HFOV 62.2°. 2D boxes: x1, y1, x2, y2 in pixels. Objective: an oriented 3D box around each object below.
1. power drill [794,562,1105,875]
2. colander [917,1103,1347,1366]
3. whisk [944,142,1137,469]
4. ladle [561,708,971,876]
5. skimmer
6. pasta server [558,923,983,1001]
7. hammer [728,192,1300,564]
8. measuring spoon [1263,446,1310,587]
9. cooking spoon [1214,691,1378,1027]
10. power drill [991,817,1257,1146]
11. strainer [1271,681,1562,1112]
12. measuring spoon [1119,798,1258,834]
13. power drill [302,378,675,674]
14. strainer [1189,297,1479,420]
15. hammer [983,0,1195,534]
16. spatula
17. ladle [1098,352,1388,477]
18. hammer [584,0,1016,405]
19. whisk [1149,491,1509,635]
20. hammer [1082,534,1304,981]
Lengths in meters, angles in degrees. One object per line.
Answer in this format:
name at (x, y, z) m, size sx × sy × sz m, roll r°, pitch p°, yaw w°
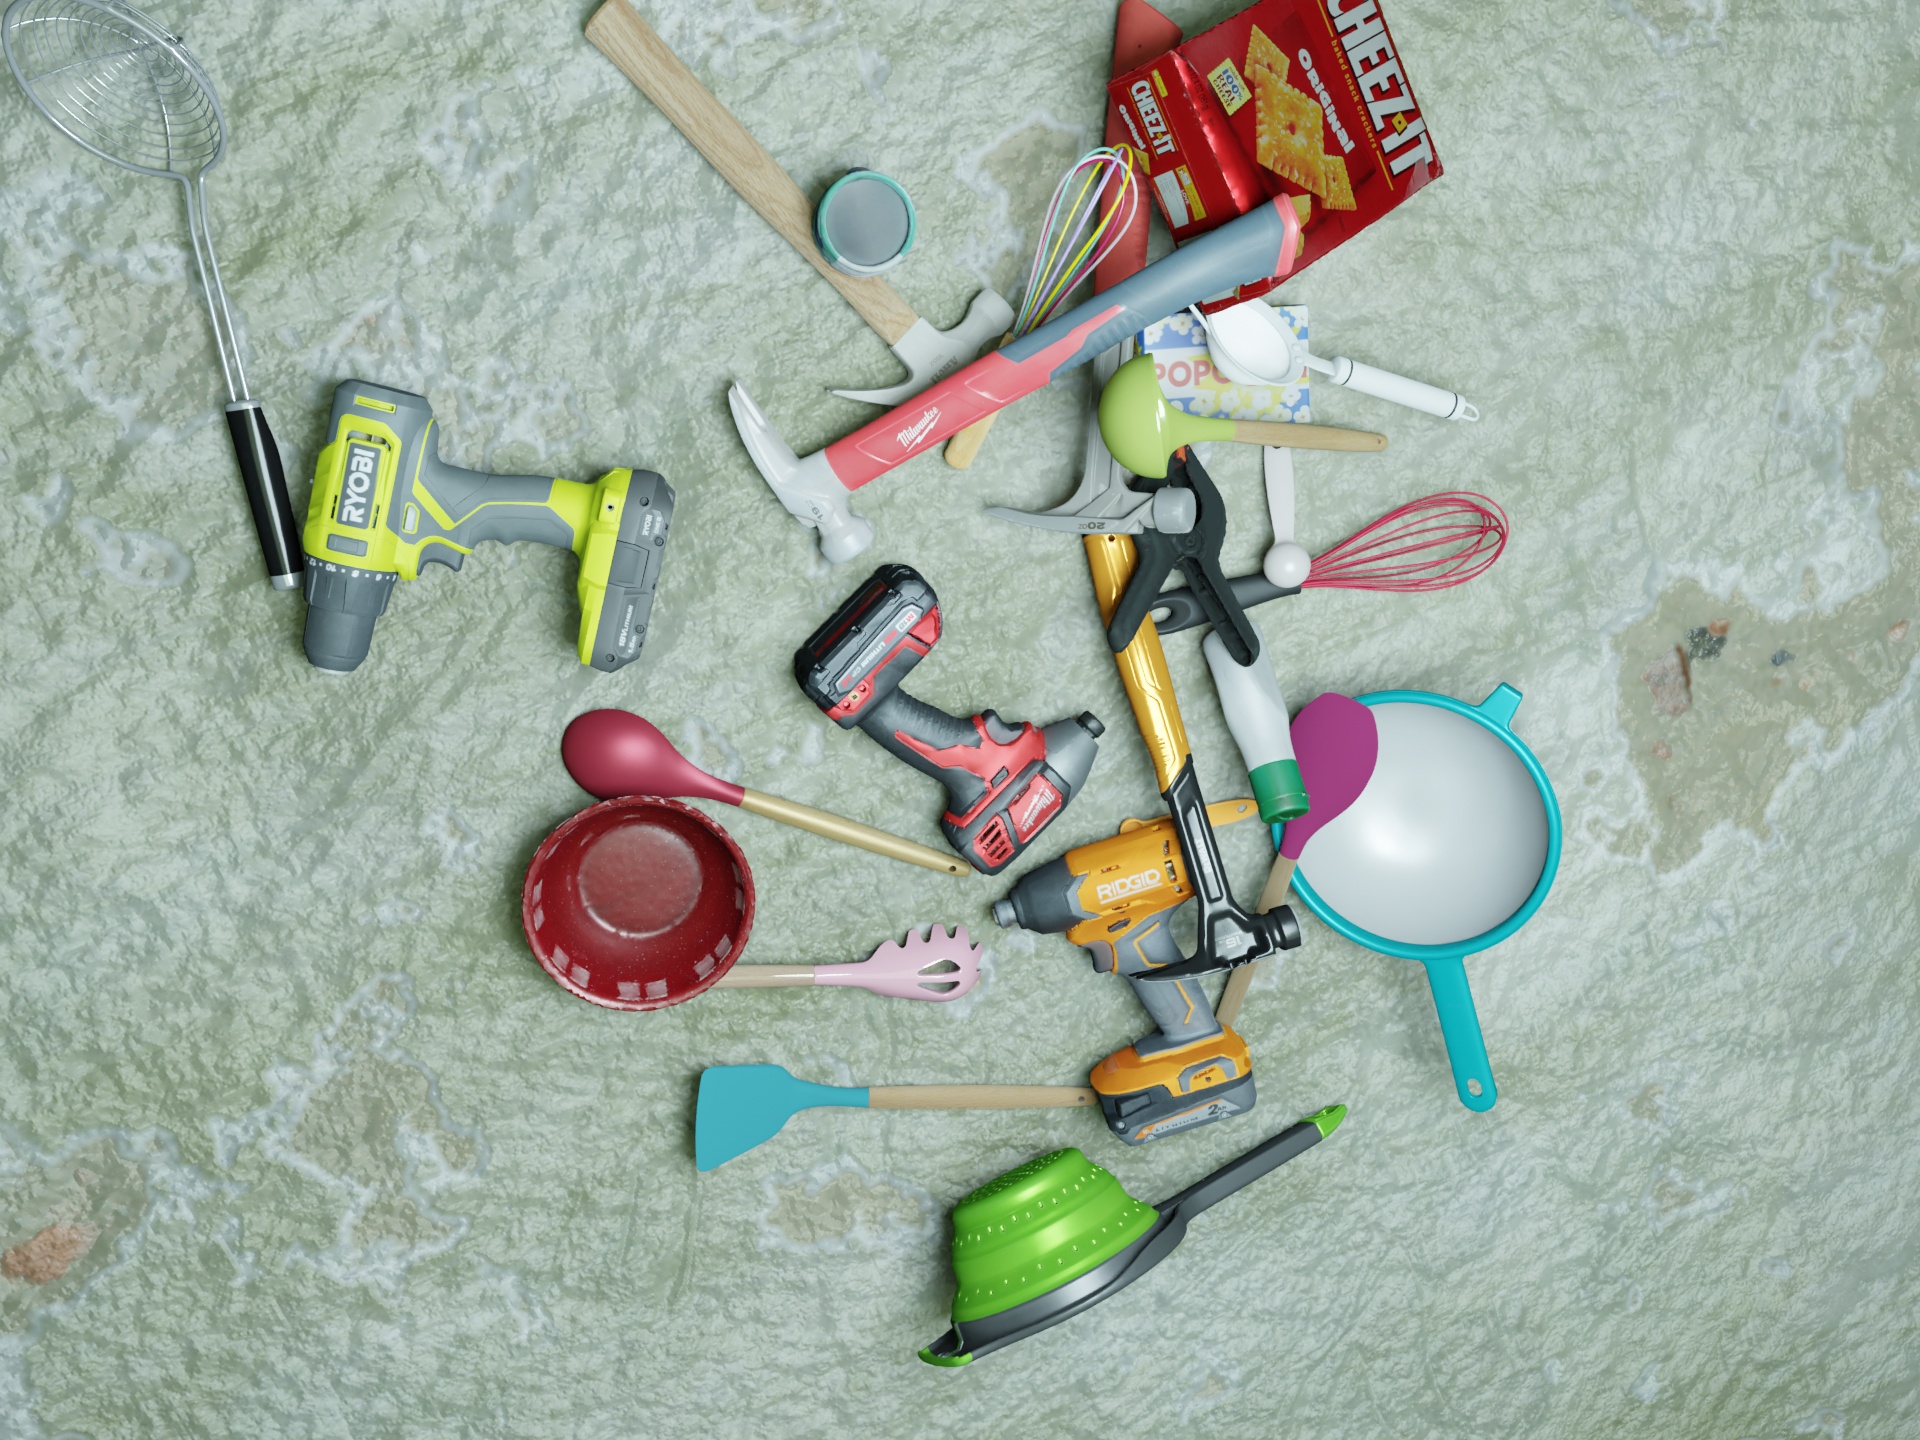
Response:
power drill at (-0.002, -0.004, 1.147) m, size 0.143 × 0.079 × 0.219 m, roll -45°, pitch 110°, yaw 1°
colander at (0.129, 0.359, 1.234) m, size 0.397 × 0.204 × 0.094 m, roll -22°, pitch 80°, yaw -24°
whisk at (0.051, -0.277, 1.081) m, size 0.051 × 0.047 × 0.245 m, roll -5°, pitch 131°, yaw -52°
ladle at (-0.136, 0.064, 1.158) m, size 0.315 × 0.031 × 0.069 m, roll 19°, pitch 106°, yaw -17°
skimmer at (-0.481, -0.251, 0.981) m, size 0.127 × 0.090 × 0.363 m, roll -1°, pitch 108°, yaw 22°
pasta server at (-0.137, 0.188, 1.186) m, size 0.316 × 0.040 × 0.060 m, roll 0°, pitch 102°, yaw -8°
hammer at (0.034, -0.244, 1.032) m, size 0.386 × 0.038 × 0.143 m, roll -26°, pitch 114°, yaw 21°
measuring spoon at (0.236, -0.159, 1.167) m, size 0.034 × 0.018 × 0.124 m, roll -4°, pitch 80°, yaw 7°
cooking spoon at (0.243, 0.125, 1.216) m, size 0.069 × 0.017 × 0.318 m, roll 24°, pitch 115°, yaw 19°
power drill at (0.126, 0.200, 1.212) m, size 0.164 × 0.084 × 0.226 m, roll -17°, pitch 99°, yaw -1°
strainer at (0.368, 0.128, 1.218) m, size 0.211 × 0.095 × 0.340 m, roll -11°, pitch 103°, yaw 30°
measuring spoon at (0.178, 0.075, 1.235) m, size 0.117 × 0.011 × 0.021 m, roll -10°, pitch 122°, yaw -13°
power drill at (-0.317, -0.107, 1.056) m, size 0.228 × 0.080 × 0.190 m, roll 12°, pitch 99°, yaw -12°
strainer at (0.260, -0.247, 1.122) m, size 0.258 × 0.050 × 0.087 m, roll 12°, pitch 55°, yaw -19°
hammer at (0.101, -0.309, 1.101) m, size 0.149 × 0.036 × 0.359 m, roll 6°, pitch 94°, yaw 24°
spatula at (-0.044, 0.295, 1.219) m, size 0.317 × 0.044 × 0.082 m, roll 2°, pitch 100°, yaw -13°
ladle at (0.208, -0.199, 1.083) m, size 0.320 × 0.062 × 0.078 m, roll -5°, pitch 89°, yaw -42°
hammer at (-0.119, -0.343, 1.067) m, size 0.331 × 0.031 × 0.130 m, roll 44°, pitch 90°, yaw -17°
whisk at (0.270, -0.110, 1.190) m, size 0.296 × 0.073 × 0.073 m, roll -15°, pitch 105°, yaw -2°
hammer at (0.142, 0.019, 1.153) m, size 0.127 × 0.034 × 0.337 m, roll -16°, pitch 88°, yaw -7°
